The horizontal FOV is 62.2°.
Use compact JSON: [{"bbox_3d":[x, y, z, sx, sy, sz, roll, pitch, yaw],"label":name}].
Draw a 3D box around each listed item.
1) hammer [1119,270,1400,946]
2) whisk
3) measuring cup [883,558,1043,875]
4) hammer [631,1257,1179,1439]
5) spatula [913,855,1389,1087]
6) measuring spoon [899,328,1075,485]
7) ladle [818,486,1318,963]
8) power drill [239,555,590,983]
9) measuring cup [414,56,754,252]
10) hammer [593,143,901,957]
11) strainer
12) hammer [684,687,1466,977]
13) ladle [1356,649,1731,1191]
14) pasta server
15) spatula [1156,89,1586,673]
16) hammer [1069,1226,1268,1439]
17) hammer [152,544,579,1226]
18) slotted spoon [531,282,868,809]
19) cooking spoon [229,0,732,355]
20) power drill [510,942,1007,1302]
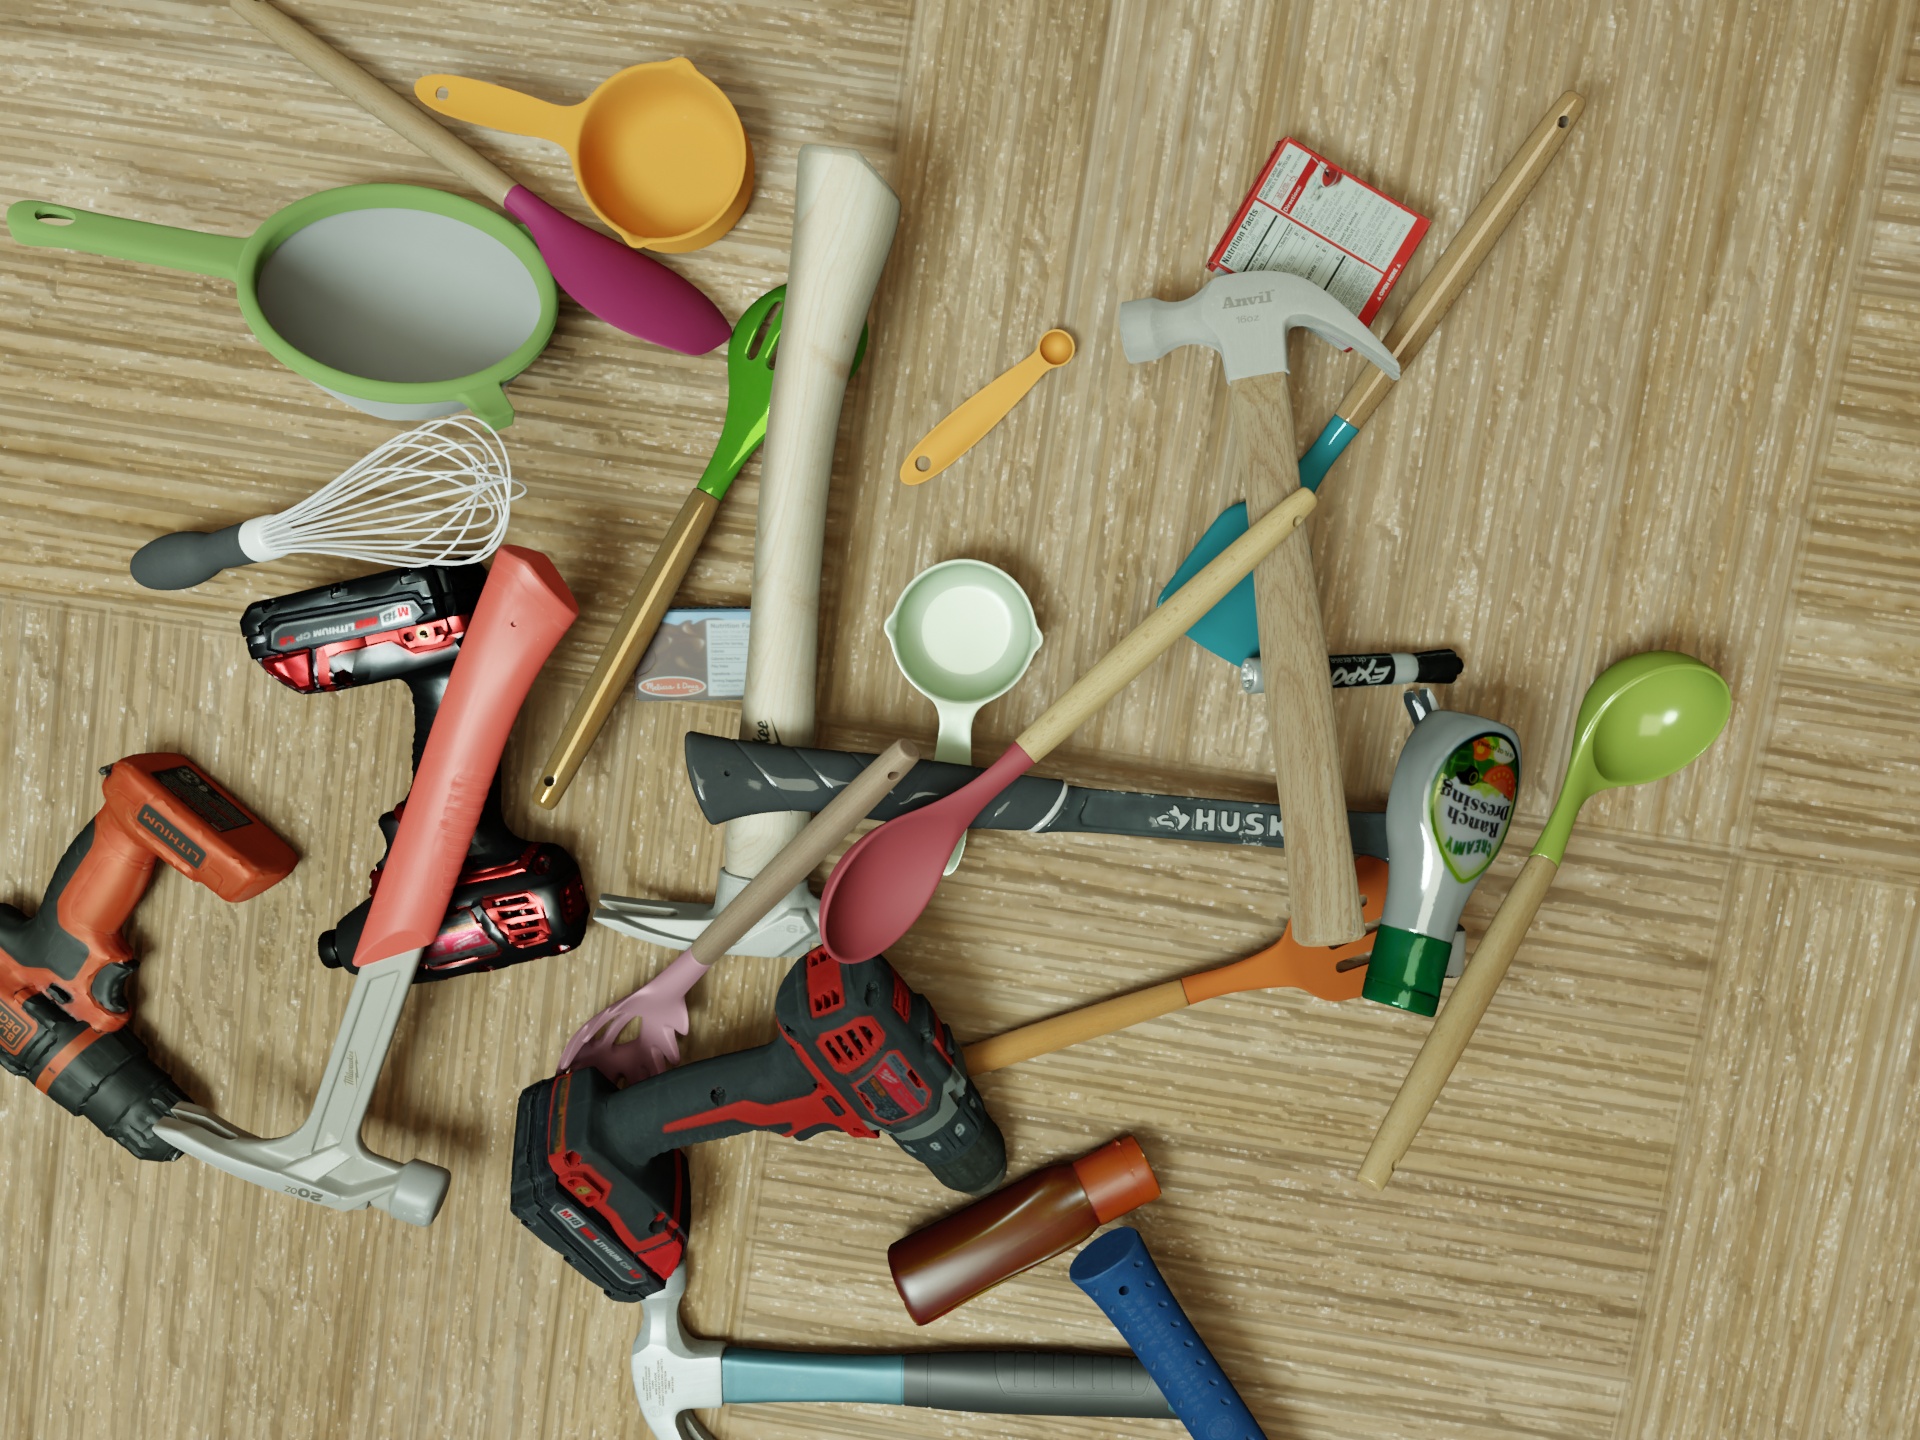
[{"bbox_3d":[0.164,-0.055,0.783,0.130,0.031,0.331,-8,90,16],"label":"hammer"},{"bbox_3d":[-0.327,-0.098,0.797,0.284,0.070,0.070,-7,96,30],"label":"whisk"},{"bbox_3d":[-0.001,-0.003,0.846,0.083,0.038,0.167,5,98,2],"label":"measuring cup"},{"bbox_3d":[-0.018,0.366,0.885,0.331,0.033,0.128,1,95,2],"label":"hammer"},{"bbox_3d":[0.099,0.153,0.865,0.322,0.041,0.081,-19,93,8],"label":"spatula"},{"bbox_3d":[0.013,-0.165,0.843,0.117,0.011,0.021,-40,94,9],"label":"measuring spoon"},{"bbox_3d":[0.050,-0.002,0.755,0.315,0.069,0.031,-42,50,-1],"label":"ladle"},{"bbox_3d":[-0.293,0.032,0.845,0.143,0.078,0.219,-13,98,4],"label":"power drill"},{"bbox_3d":[-0.189,-0.297,0.817,0.173,0.052,0.095,16,96,3],"label":"measuring cup"},{"bbox_3d":[-0.096,-0.073,0.798,0.146,0.038,0.410,6,106,-7],"label":"hammer"},{"bbox_3d":[-0.333,-0.206,0.798,0.256,0.069,0.152,9,54,-10],"label":"strainer"},{"bbox_3d":[0.065,0.040,0.806,0.409,0.036,0.149,6,84,-8],"label":"hammer"},{"bbox_3d":[0.283,0.093,0.772,0.320,0.062,0.078,-54,131,-20],"label":"ladle"},{"bbox_3d":[-0.115,0.110,0.799,0.060,0.040,0.316,23,130,-30],"label":"pasta server"},{"bbox_3d":[0.214,-0.169,0.800,0.082,0.044,0.317,30,107,-11],"label":"spatula"},{"bbox_3d":[0.187,0.439,0.860,0.144,0.035,0.405,-32,101,5],"label":"hammer"},{"bbox_3d":[-0.282,0.080,0.800,0.149,0.037,0.359,21,101,-5],"label":"hammer"},{"bbox_3d":[-0.141,-0.093,0.823,0.070,0.031,0.314,28,89,11],"label":"slotted spoon"},{"bbox_3d":[-0.252,-0.286,0.823,0.319,0.069,0.017,36,133,4],"label":"cooking spoon"},{"bbox_3d":[-0.098,0.220,0.834,0.226,0.080,0.187,-26,127,9],"label":"power drill"}]
